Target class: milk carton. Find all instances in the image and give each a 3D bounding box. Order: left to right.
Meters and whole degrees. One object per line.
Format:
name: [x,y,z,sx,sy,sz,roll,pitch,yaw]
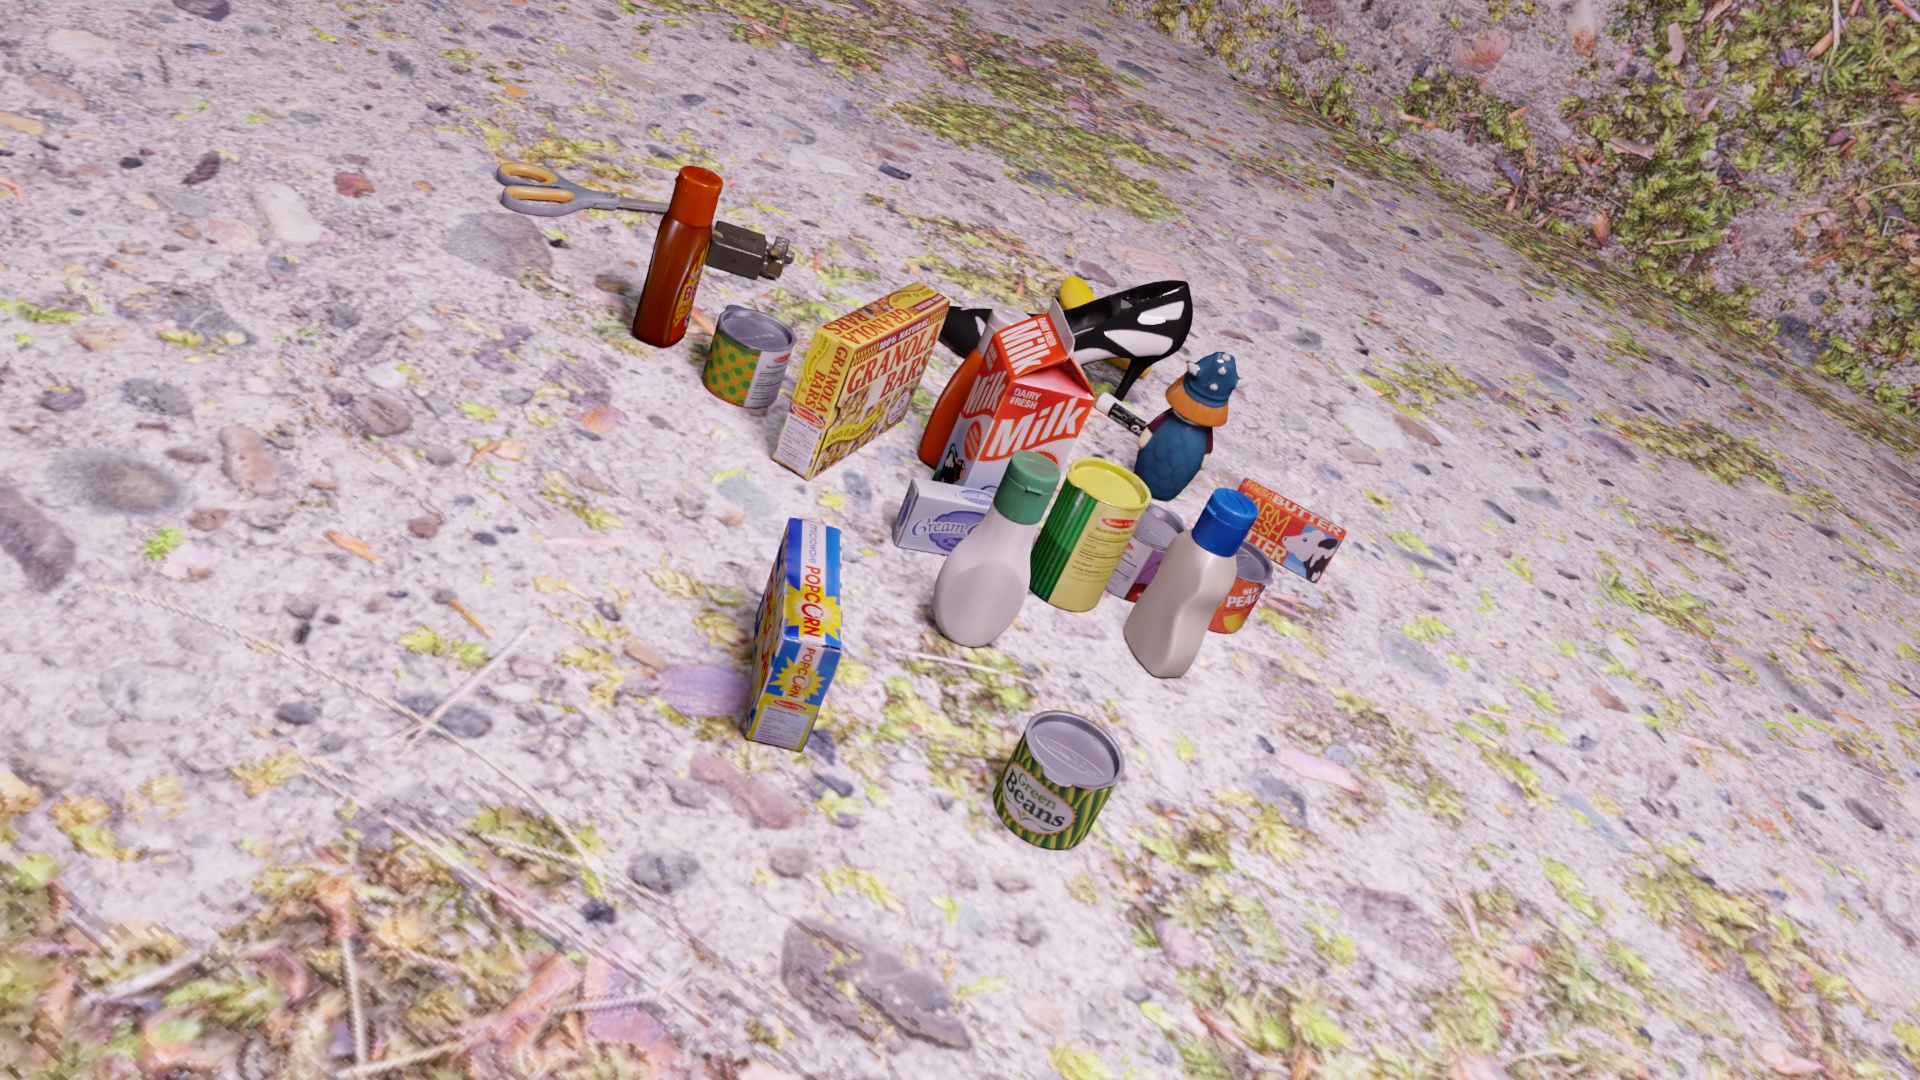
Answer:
milk carton: [0.045,-0.092,1.087,0.073,0.189,0.073,11,34,-20]

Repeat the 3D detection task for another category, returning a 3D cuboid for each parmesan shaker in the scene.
parmesan shaker: [0.093,-0.005,1.070,0.071,0.102,0.072,17,32,-11]

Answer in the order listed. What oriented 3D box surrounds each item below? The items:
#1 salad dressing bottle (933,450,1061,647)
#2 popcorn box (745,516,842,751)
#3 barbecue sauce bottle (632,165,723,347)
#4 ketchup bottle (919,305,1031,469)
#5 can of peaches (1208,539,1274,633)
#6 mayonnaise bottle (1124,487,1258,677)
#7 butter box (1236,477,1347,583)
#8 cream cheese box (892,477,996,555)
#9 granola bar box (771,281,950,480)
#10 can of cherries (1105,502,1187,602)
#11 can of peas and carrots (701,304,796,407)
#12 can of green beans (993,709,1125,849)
salad dressing bottle: [0.027,0.007,0.968,0.064,0.147,0.044,16,32,-13]
popcorn box: [-0.103,0.056,0.869,0.038,0.084,0.127,15,33,-15]
barbecue sauce bottle: [-0.235,-0.237,1.158,0.044,0.147,0.065,22,32,-4]
ketchup bottle: [0.018,-0.122,1.152,0.065,0.148,0.044,20,32,-7]
can of peaches: [0.215,0.035,1.133,0.071,0.057,0.071,17,32,-11]
mayonnaise bottle: [0.172,0.030,1.028,0.041,0.147,0.065,4,36,-29]
butter box: [0.289,-0.009,1.253,0.103,0.052,0.024,30,32,10]
cream cheese box: [0.004,-0.013,1.072,0.104,0.053,0.024,10,34,-21]
granola bar box: [-0.078,-0.132,1.128,0.039,0.123,0.166,31,32,12]
can of cherries: [0.146,0.008,1.128,0.071,0.058,0.072,17,32,-11]
can of peas and carrots: [-0.178,-0.153,1.155,0.071,0.058,0.071,17,32,-11]
can of green beans: [0.060,0.149,0.864,0.071,0.057,0.071,17,32,-11]
